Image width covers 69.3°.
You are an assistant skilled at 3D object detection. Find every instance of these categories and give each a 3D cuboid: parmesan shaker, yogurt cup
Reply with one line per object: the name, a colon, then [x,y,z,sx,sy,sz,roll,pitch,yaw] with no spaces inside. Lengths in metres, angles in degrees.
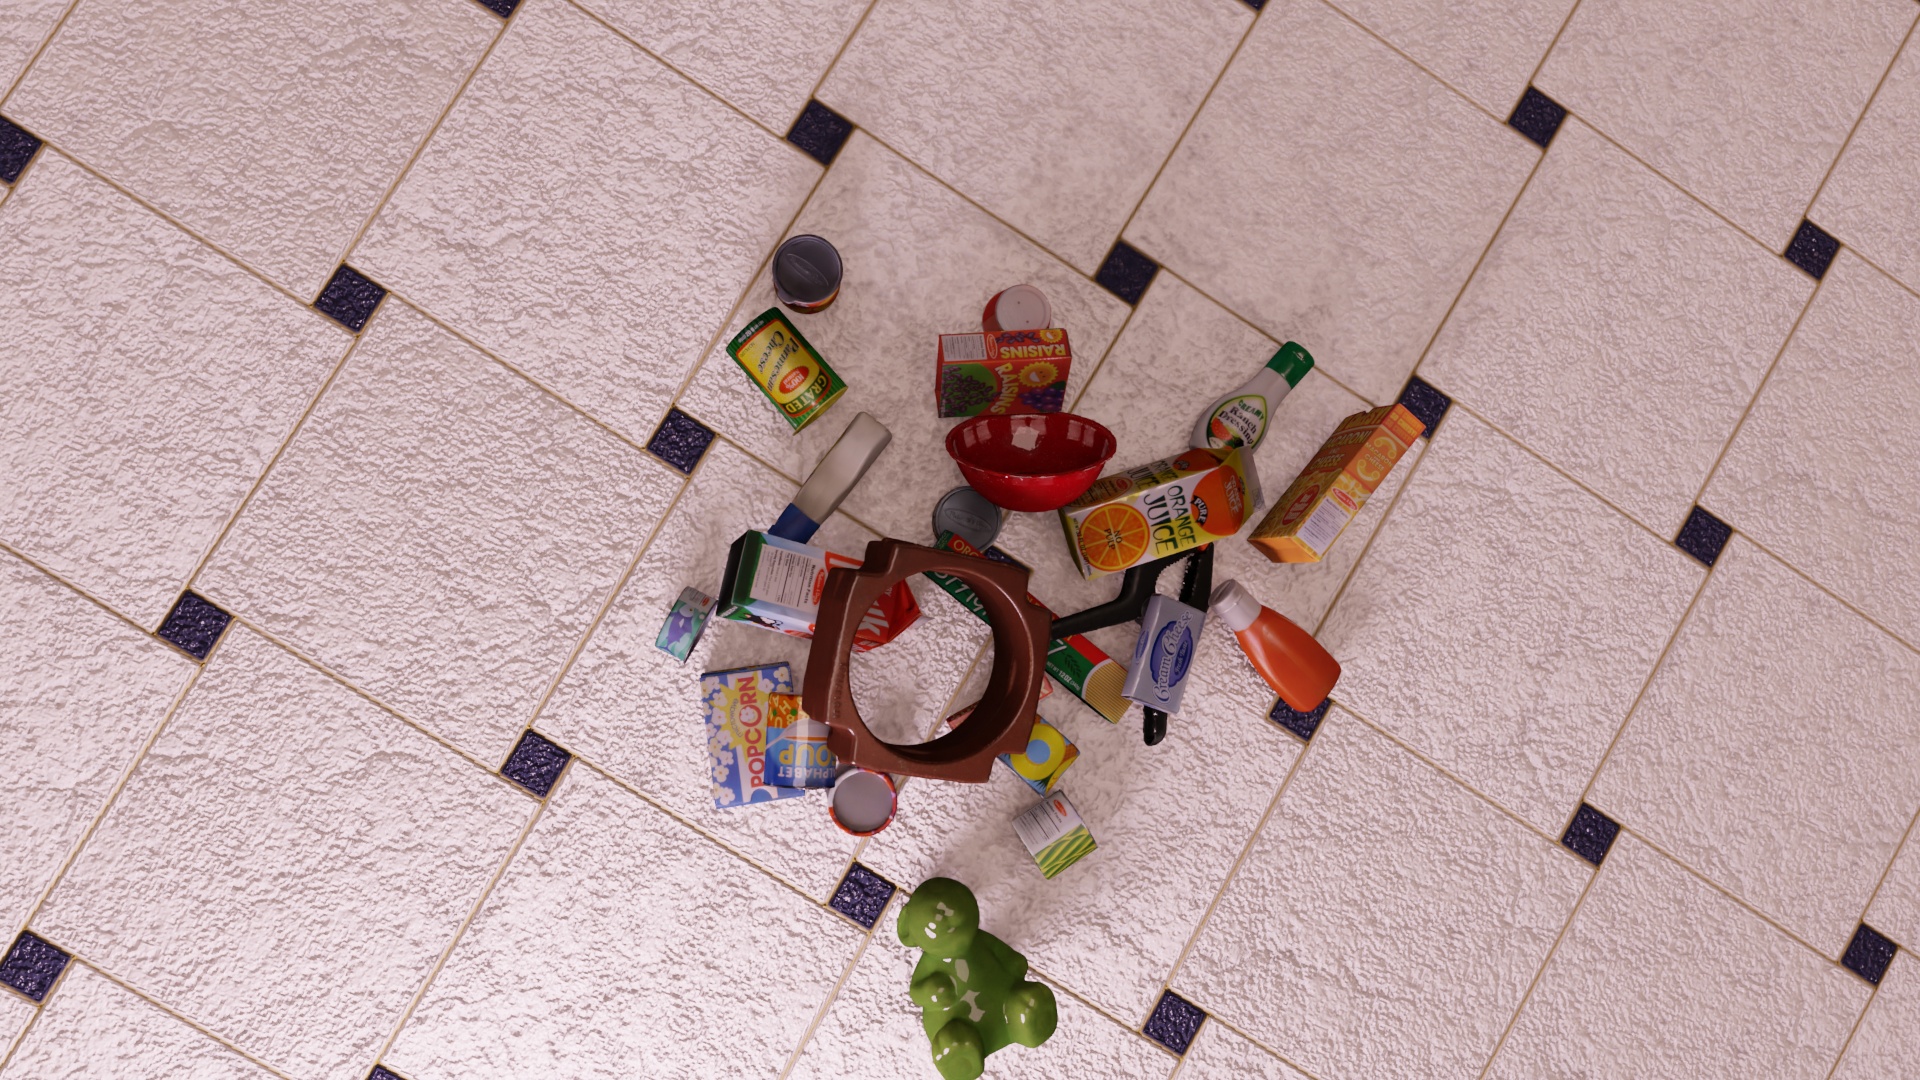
parmesan shaker: [-0.167,-0.160,1.316,0.071,0.071,0.103,-42,93,-6]
yogurt cup: [0.057,-0.217,1.350,0.072,0.054,0.072,0,88,-6]

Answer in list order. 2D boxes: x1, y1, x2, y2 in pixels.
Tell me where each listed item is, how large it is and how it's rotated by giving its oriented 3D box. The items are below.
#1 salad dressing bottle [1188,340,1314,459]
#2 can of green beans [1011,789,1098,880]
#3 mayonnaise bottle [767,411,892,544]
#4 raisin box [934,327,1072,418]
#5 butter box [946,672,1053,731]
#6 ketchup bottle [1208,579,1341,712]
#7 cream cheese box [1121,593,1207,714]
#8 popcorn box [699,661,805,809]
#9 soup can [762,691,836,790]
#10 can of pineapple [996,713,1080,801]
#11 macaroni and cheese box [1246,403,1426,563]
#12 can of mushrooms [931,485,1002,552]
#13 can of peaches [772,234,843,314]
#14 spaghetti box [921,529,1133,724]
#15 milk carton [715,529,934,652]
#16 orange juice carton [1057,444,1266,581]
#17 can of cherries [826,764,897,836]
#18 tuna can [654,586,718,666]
salad dressing bottle: [0.290,-0.134,1.378,0.064,0.044,0.148,42,84,-1]
can of green beans: [0.089,0.281,1.327,0.058,0.071,0.071,-32,92,-6]
mayonnaise bottle: [-0.124,-0.054,1.320,0.041,0.065,0.148,39,88,-1]
raisin box: [0.039,-0.159,1.328,0.123,0.085,0.040,-4,57,-6]
butter box: [0.037,0.158,1.332,0.103,0.053,0.024,-28,90,-7]
ketchup bottle: [0.304,0.099,1.356,0.148,0.043,0.065,44,75,-15]
cream cheese box: [0.192,0.107,1.308,0.053,0.024,0.104,22,79,-17]
popcorn box: [-0.196,0.182,1.312,0.085,0.038,0.126,-7,88,-8]
soup can: [-0.143,0.181,1.263,0.071,0.071,0.084,3,85,-6]
can of pineapple: [0.074,0.204,1.328,0.071,0.071,0.058,42,84,-3]
macaroni and cheese box: [0.360,-0.054,1.343,0.040,0.123,0.166,40,84,-5]
can of mushrooms: [0.005,-0.017,1.346,0.071,0.033,0.071,0,88,-7]
can of peaches: [-0.148,-0.251,1.326,0.071,0.058,0.071,0,89,-7]
spaghetti box: [0.069,0.084,1.332,0.250,0.028,0.050,39,83,-13]
milk carton: [-0.122,0.054,1.292,0.191,0.072,0.073,16,73,-18]
orange juice carton: [0.194,-0.032,1.329,0.193,0.073,0.071,-18,110,0]
can of cherries: [-0.091,0.244,1.311,0.071,0.058,0.071,0,88,-6]
tuna can: [-0.257,0.080,1.296,0.033,0.071,0.071,28,85,-4]
